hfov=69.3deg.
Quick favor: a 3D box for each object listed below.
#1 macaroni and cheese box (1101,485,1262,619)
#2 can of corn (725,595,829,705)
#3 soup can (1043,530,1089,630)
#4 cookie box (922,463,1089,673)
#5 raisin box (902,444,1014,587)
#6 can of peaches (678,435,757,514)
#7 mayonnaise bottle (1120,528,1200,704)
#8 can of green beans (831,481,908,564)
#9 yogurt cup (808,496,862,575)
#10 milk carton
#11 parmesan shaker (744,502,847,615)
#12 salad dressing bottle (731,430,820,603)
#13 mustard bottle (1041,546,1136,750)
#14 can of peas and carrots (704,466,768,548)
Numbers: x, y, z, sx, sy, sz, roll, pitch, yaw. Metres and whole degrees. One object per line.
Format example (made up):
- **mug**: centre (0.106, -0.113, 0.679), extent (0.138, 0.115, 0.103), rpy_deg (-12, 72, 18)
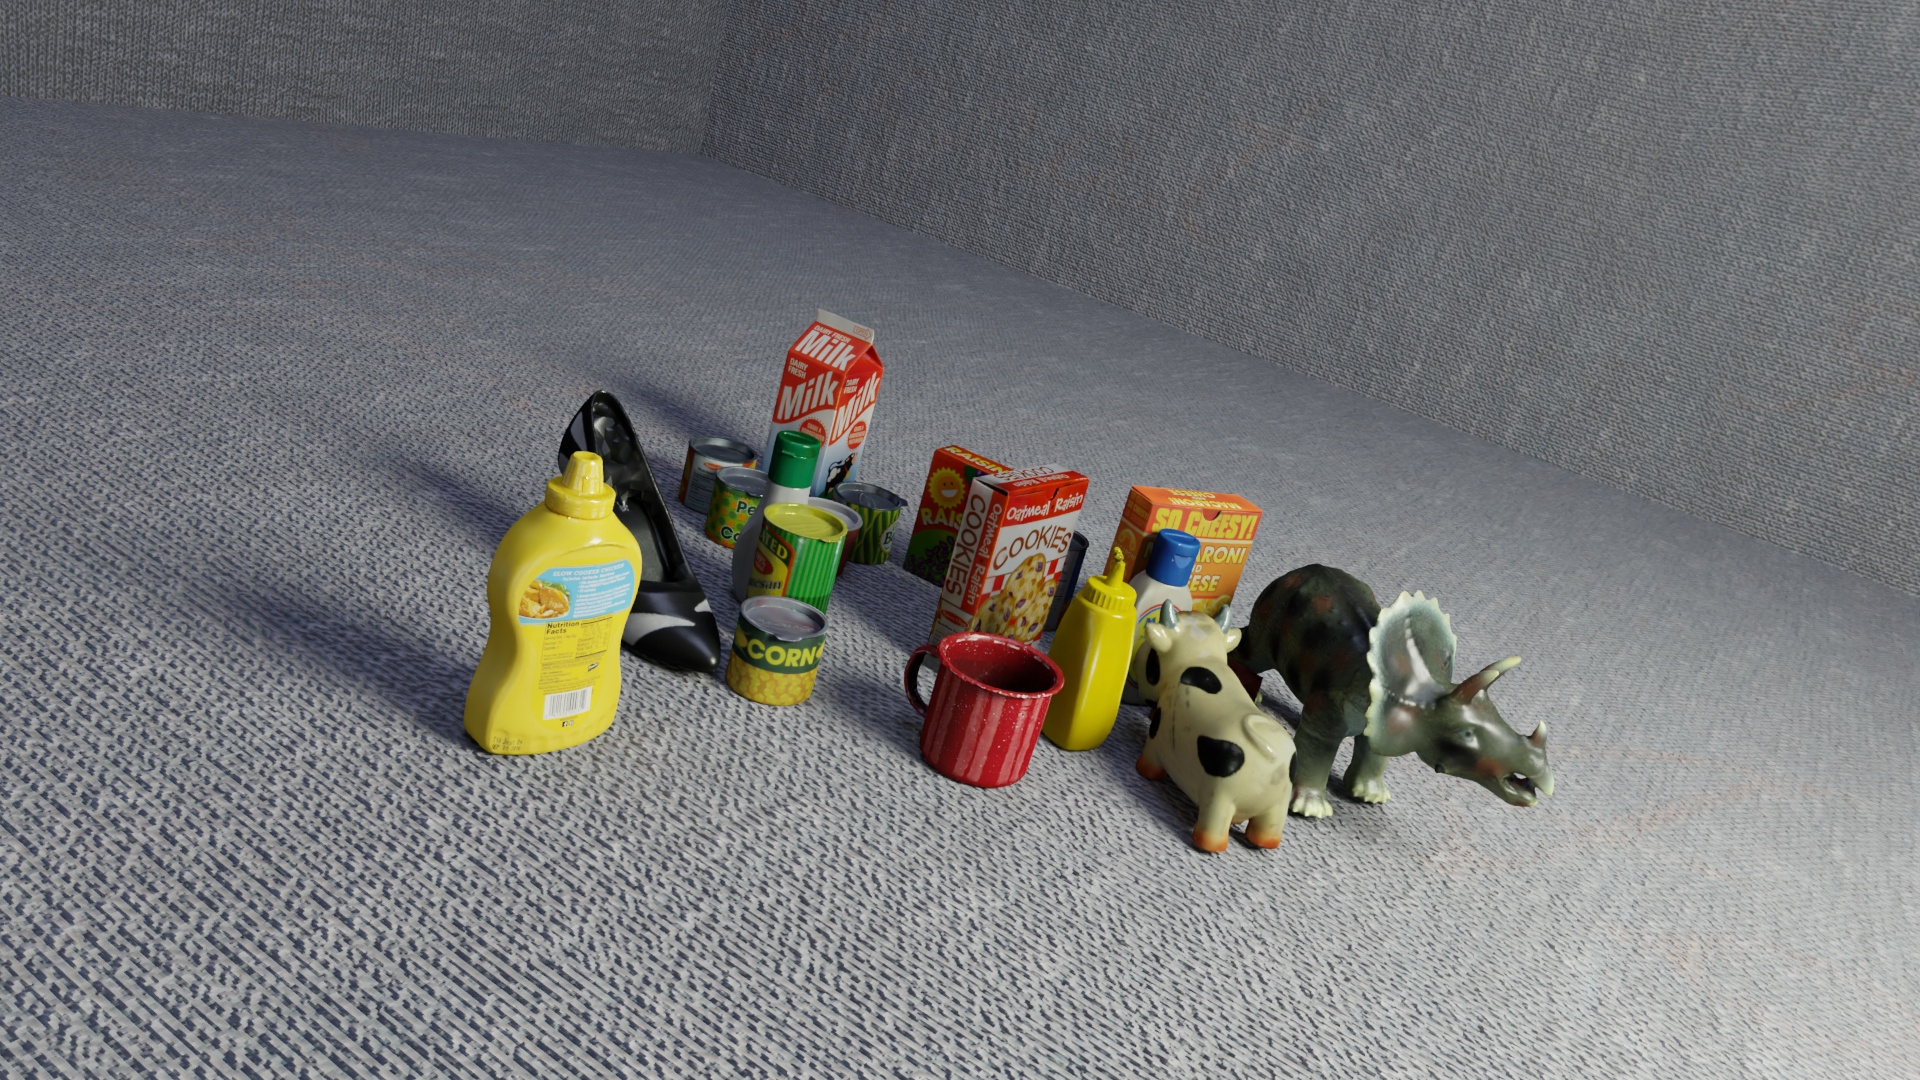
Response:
- **macaroni and cheese box**: centre (0.182, 0.039, 1.207), extent (0.124, 0.165, 0.040), rpy_deg (3, 23, -31)
- **can of corn**: centre (-0.135, 0.082, 1.018), extent (0.071, 0.058, 0.071), rpy_deg (14, 20, -5)
- **soup can**: centre (0.075, 0.030, 1.272), extent (0.071, 0.083, 0.071), rpy_deg (14, 20, -5)
- **cookie box**: centre (0.039, 0.024, 1.140), extent (0.040, 0.166, 0.123), rpy_deg (27, 23, 29)
- **raisin box**: centre (0.005, -0.016, 1.285), extent (0.086, 0.123, 0.040), rpy_deg (25, 22, 25)
- **can of peaches**: centre (-0.231, -0.062, 1.327), extent (0.071, 0.057, 0.071), rpy_deg (14, 20, -5)
- **mayonnaise bottle**: centre (0.160, 0.064, 1.153), extent (0.065, 0.147, 0.041), rpy_deg (9, 21, -18)
- **can of green beans**: centre (-0.093, -0.017, 1.310), extent (0.071, 0.057, 0.071), rpy_deg (14, 20, -5)
- **yogurt cup**: centre (-0.127, -0.002, 1.251), extent (0.072, 0.053, 0.072), rpy_deg (14, 20, -5)
- **milk carton**: centre (-0.136, -0.130, 1.386), extent (0.072, 0.189, 0.074), rpy_deg (24, 21, 23)
- **parmesan shaker**: centre (-0.131, 0.031, 1.089), extent (0.071, 0.102, 0.071), rpy_deg (14, 20, -5)
- **salad dressing bottle**: centre (-0.147, -0.016, 1.137), extent (0.064, 0.147, 0.044), rpy_deg (20, 20, 11)
- **mustard bottle**: centre (0.102, 0.079, 1.051), extent (0.049, 0.159, 0.065), rpy_deg (3, 23, -32)
- **can of peas and carrots**: centre (-0.195, -0.028, 1.263), extent (0.071, 0.058, 0.071), rpy_deg (14, 20, -5)
